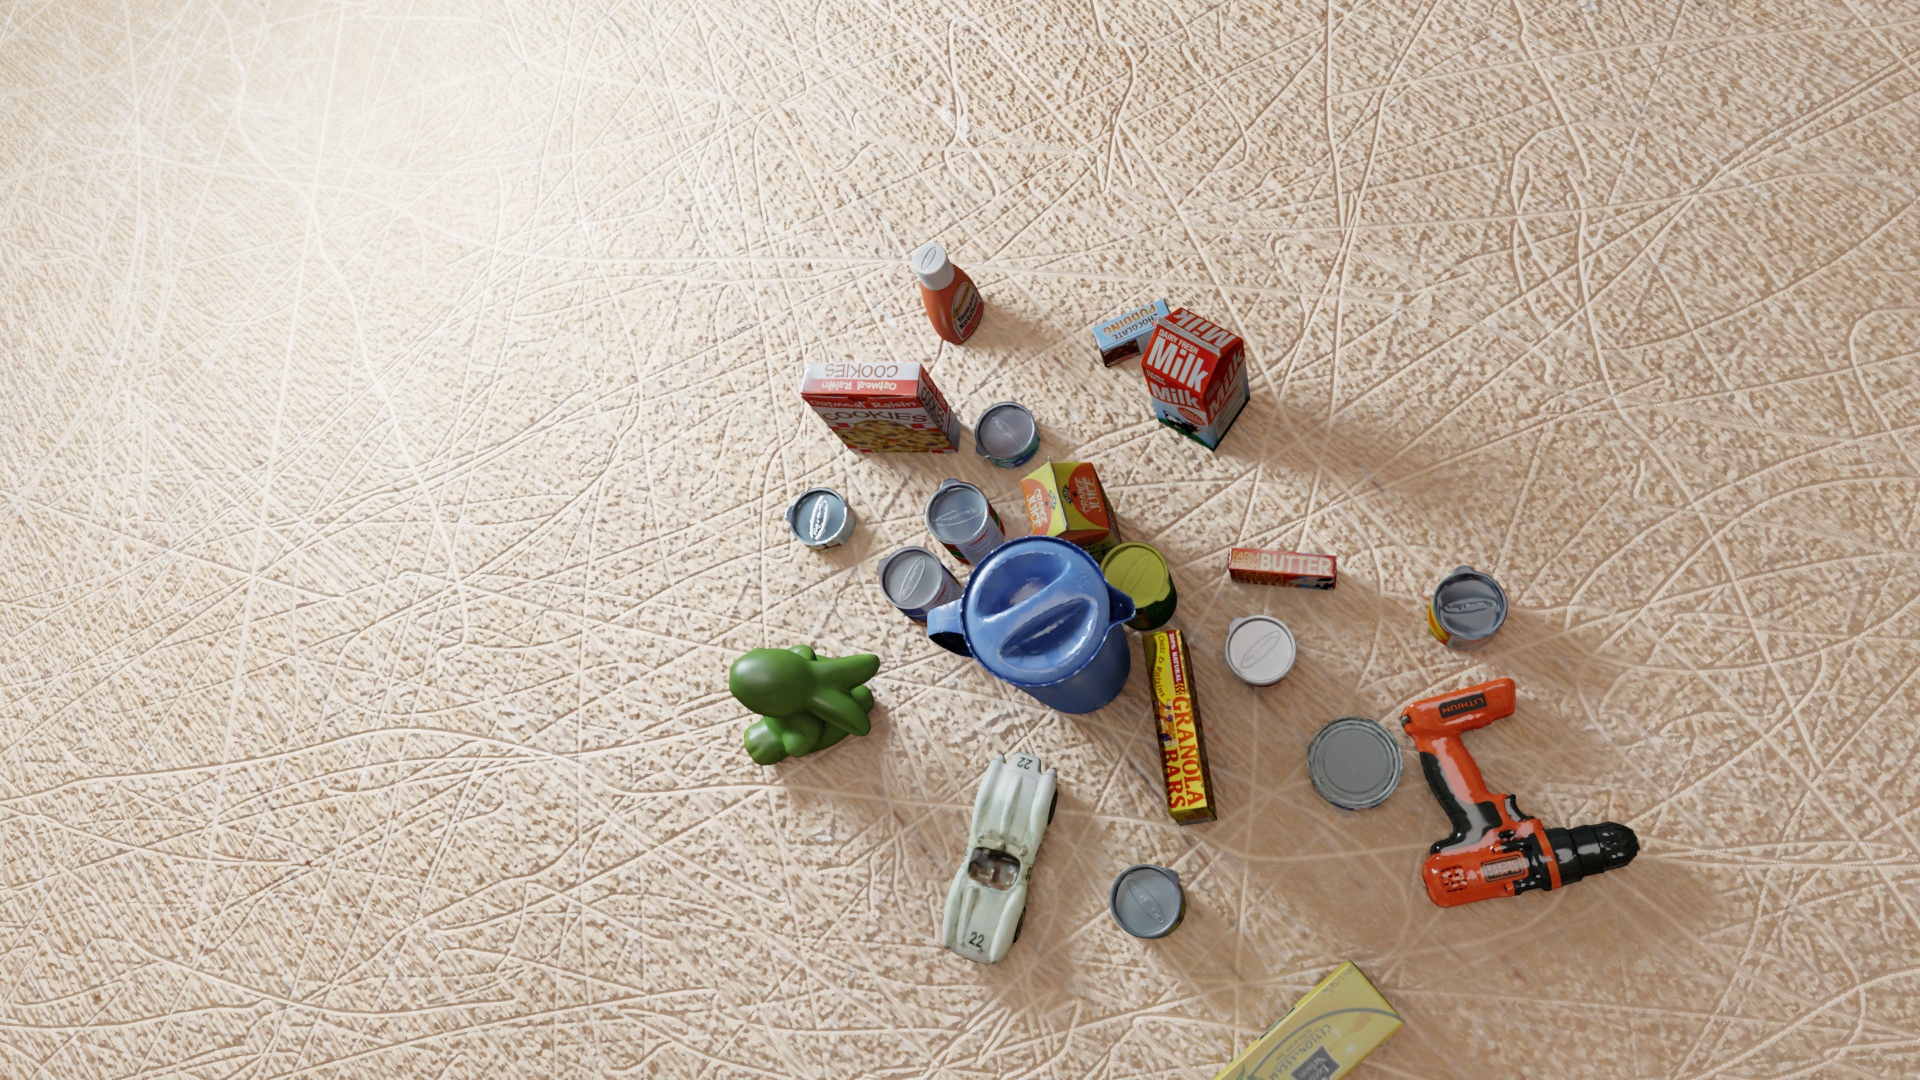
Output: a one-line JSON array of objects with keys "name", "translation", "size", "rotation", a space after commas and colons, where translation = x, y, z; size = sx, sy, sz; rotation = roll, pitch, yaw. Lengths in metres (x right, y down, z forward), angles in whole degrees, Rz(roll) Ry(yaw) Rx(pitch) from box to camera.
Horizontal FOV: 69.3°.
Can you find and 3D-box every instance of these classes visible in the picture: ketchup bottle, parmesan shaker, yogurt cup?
[{"name": "ketchup bottle", "translation": [-0.016, -0.266, 1.480], "size": [0.043, 0.148, 0.065], "rotation": [25, 81, 20]}, {"name": "parmesan shaker", "translation": [0.177, 0.048, 1.357], "size": [0.071, 0.103, 0.071], "rotation": [-4, 72, 13]}, {"name": "yogurt cup", "translation": [0.289, 0.110, 1.336], "size": [0.072, 0.054, 0.072], "rotation": [-4, 72, 13]}]

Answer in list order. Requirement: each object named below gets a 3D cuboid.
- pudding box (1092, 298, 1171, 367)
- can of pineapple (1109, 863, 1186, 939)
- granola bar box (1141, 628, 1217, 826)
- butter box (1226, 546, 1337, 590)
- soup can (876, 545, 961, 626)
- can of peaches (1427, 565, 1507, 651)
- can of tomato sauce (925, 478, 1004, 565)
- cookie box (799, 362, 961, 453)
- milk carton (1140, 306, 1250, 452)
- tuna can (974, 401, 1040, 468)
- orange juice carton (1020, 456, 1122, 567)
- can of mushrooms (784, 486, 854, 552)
[{"name": "pudding box", "translation": [0.184, -0.219, 1.468], "size": [0.083, 0.049, 0.030], "rotation": [-23, 69, 6]}, {"name": "can of pineapple", "translation": [0.177, 0.336, 1.291], "size": [0.071, 0.057, 0.071], "rotation": [-4, 72, 13]}, {"name": "granola bar box", "translation": [0.206, 0.177, 1.298], "size": [0.039, 0.124, 0.166], "rotation": [-10, 71, 11]}, {"name": "butter box", "translation": [0.314, 0.028, 1.357], "size": [0.103, 0.053, 0.024], "rotation": [5, 75, 15]}, {"name": "soup can", "translation": [-0.042, 0.047, 1.422], "size": [0.071, 0.083, 0.071], "rotation": [-4, 72, 13]}, {"name": "can of peaches", "translation": [0.474, 0.064, 1.303], "size": [0.071, 0.058, 0.071], "rotation": [-4, 72, 13]}, {"name": "can of tomato sauce", "translation": [0.005, -0.018, 1.431], "size": [0.071, 0.083, 0.071], "rotation": [-4, 72, 13]}, {"name": "cookie box", "translation": [-0.079, -0.135, 1.444], "size": [0.123, 0.167, 0.040], "rotation": [2, 74, 15]}, {"name": "milk carton", "translation": [0.232, -0.164, 1.364], "size": [0.072, 0.190, 0.073], "rotation": [33, 84, 21]}, {"name": "tuna can", "translation": [0.049, -0.110, 1.477], "size": [0.071, 0.032, 0.071], "rotation": [-4, 72, 13]}, {"name": "orange juice carton", "translation": [0.110, -0.019, 1.347], "size": [0.073, 0.192, 0.072], "rotation": [-15, 70, 9]}, {"name": "can of mushrooms", "translation": [-0.151, -0.022, 1.498], "size": [0.071, 0.033, 0.071], "rotation": [-4, 72, 13]}]
